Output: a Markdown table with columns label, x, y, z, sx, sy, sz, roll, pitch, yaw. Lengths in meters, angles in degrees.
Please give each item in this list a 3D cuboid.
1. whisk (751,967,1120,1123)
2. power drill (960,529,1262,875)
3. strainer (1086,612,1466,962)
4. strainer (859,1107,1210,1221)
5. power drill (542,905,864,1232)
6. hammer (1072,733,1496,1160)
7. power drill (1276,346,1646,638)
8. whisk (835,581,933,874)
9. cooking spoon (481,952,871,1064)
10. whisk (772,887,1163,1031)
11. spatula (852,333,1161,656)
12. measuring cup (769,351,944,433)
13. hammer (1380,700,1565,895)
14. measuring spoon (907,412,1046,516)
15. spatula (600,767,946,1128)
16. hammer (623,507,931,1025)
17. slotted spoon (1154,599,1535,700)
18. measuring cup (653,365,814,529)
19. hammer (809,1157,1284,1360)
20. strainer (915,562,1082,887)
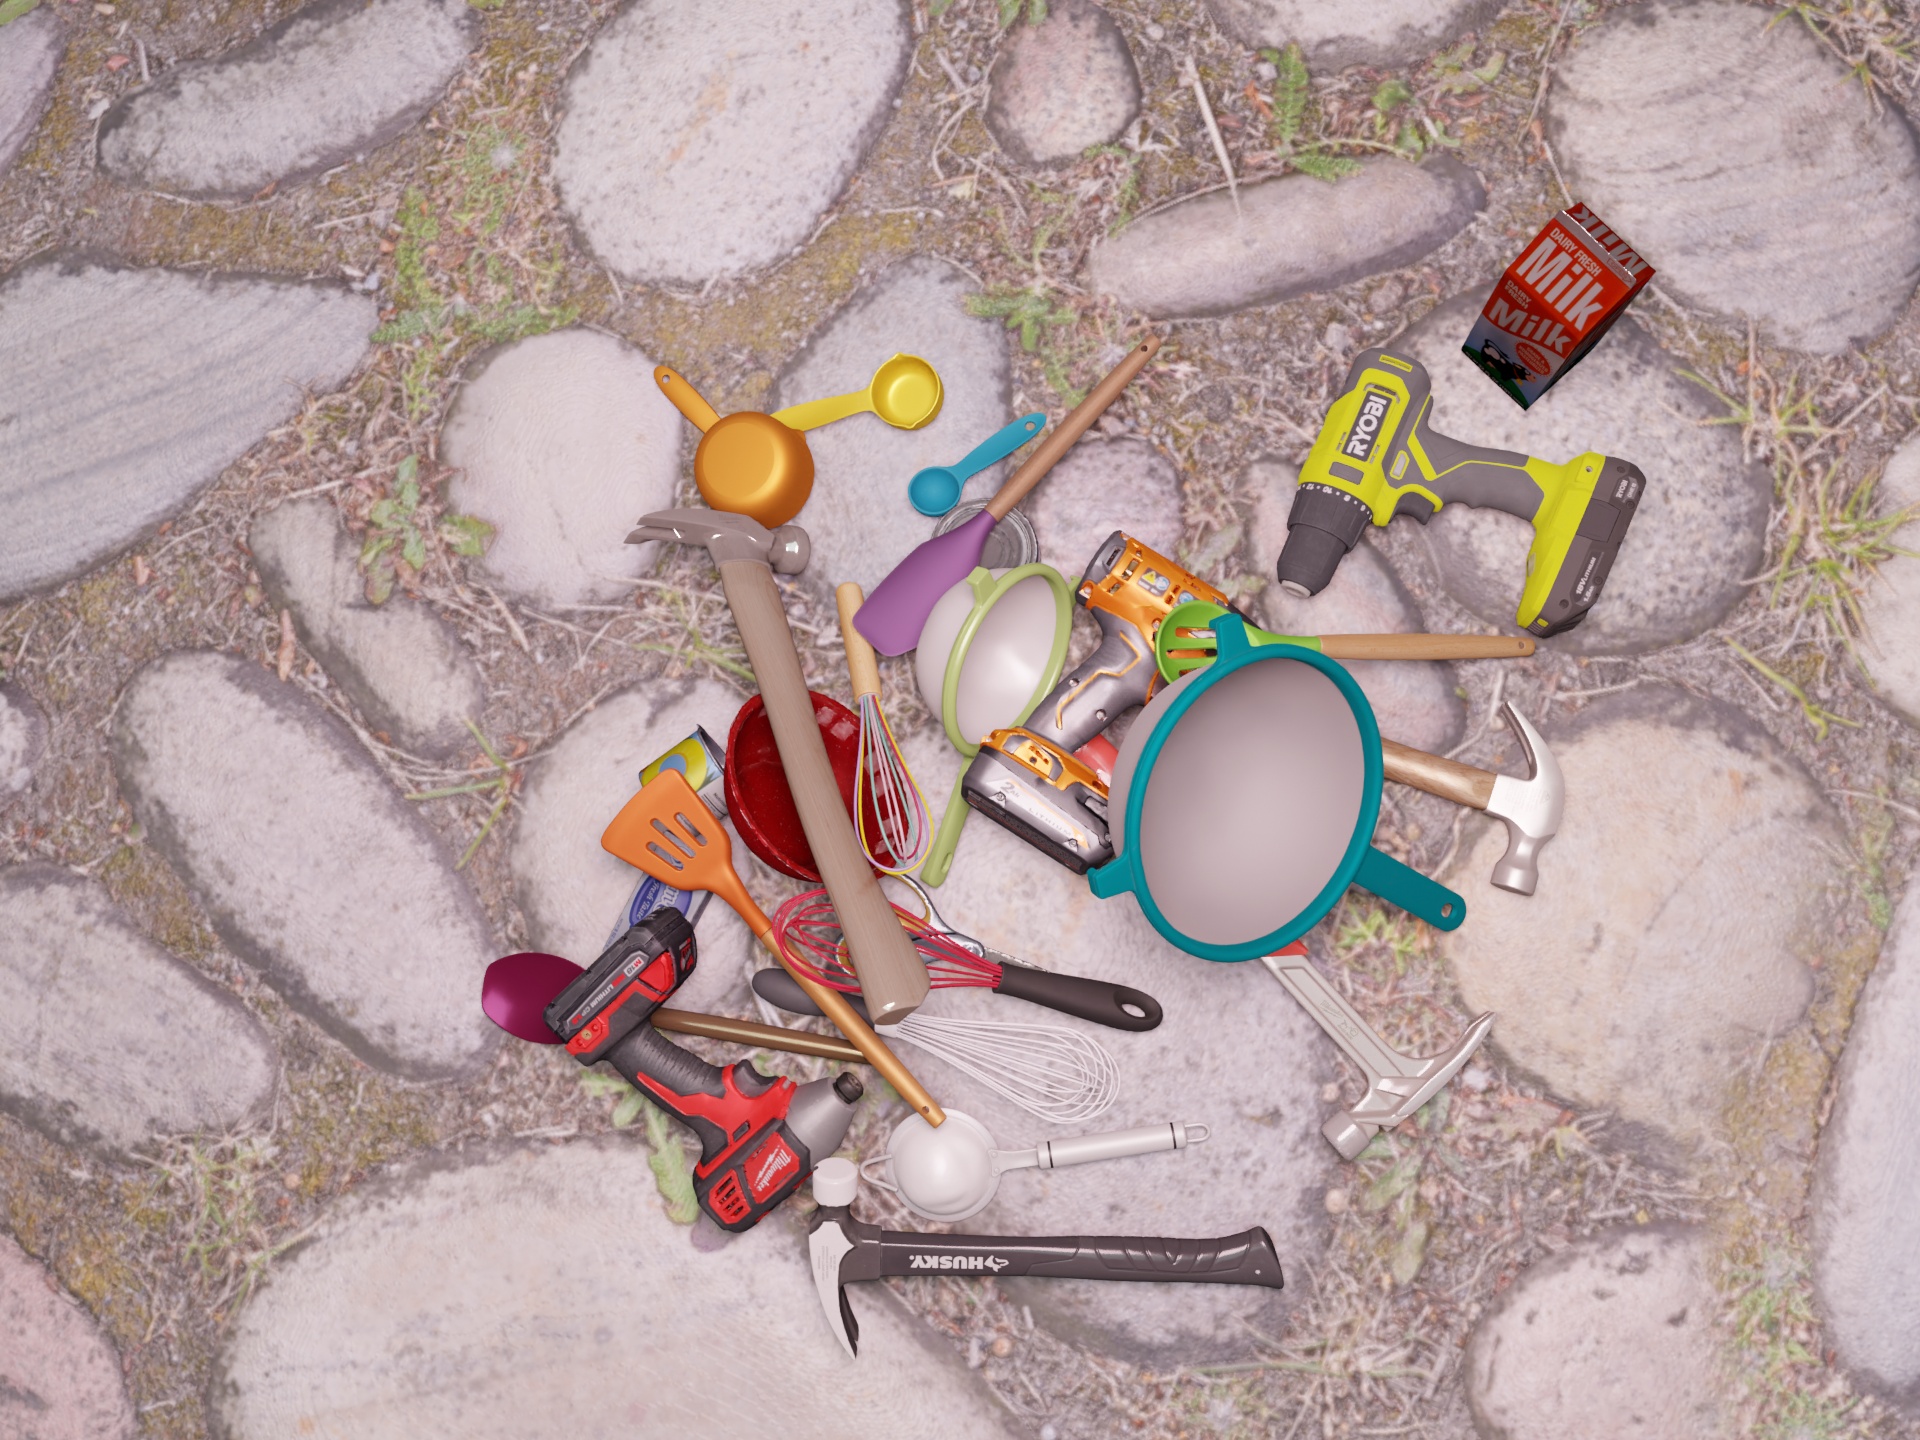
| label | x | y | z | sx | sy | sz | roll | pitch | yaw |
| --- | --- | --- | --- | --- | --- | --- | --- | --- | --- |
| whisk | -0.021 | 0.228 | 1.164 | 0.284 | 0.070 | 0.070 | 15 | 83 | 13 |
| power drill | 0.120 | -0.005 | 1.134 | 0.164 | 0.084 | 0.226 | 32 | 78 | 7 |
| strainer | 0.219 | 0.070 | 1.089 | 0.340 | 0.095 | 0.211 | 27 | 88 | -34 |
| strainer | 0.053 | 0.315 | 1.149 | 0.258 | 0.050 | 0.087 | -9 | 96 | 1 |
| power drill | -0.180 | 0.248 | 1.150 | 0.143 | 0.078 | 0.219 | -42 | 89 | 8 |
| hammer | 0.213 | 0.136 | 1.160 | 0.149 | 0.036 | 0.359 | -42 | 80 | -1 |
| power drill | 0.359 | -0.149 | 1.169 | 0.228 | 0.080 | 0.190 | 24 | 84 | 12 |
| whisk | -0.060 | 0.002 | 1.182 | 0.047 | 0.051 | 0.245 | -31 | 58 | 33 |
| cooking spoon | -0.209 | 0.227 | 1.199 | 0.319 | 0.017 | 0.069 | 8 | 91 | 7 |
| whisk | 0.008 | 0.179 | 1.133 | 0.295 | 0.073 | 0.073 | 16 | 83 | -13 |
| spatula | 0.042 | -0.171 | 1.197 | 0.060 | 0.018 | 0.316 | 42 | 89 | 9 |
| measuring cup | -0.087 | -0.246 | 1.260 | 0.156 | 0.029 | 0.062 | -12 | 82 | 16 |
| hammer | 0.279 | 0.014 | 1.174 | 0.331 | 0.031 | 0.130 | 19 | 84 | 9 |
| measuring spoon | 0.016 | -0.200 | 1.244 | 0.128 | 0.021 | 0.042 | -35 | 70 | -9 |
| spatula | -0.126 | 0.172 | 1.149 | 0.081 | 0.041 | 0.323 | -46 | 79 | 5 |
| hammer | -0.118 | 0.020 | 1.112 | 0.038 | 0.146 | 0.411 | -46 | 55 | 39 |
| slotted spoon | 0.275 | -0.050 | 1.129 | 0.313 | 0.031 | 0.070 | -1 | 85 | -19 |
| measuring cup | -0.192 | -0.225 | 1.244 | 0.095 | 0.052 | 0.174 | -46 | 78 | 6 |
| hammer | 0.061 | 0.384 | 1.124 | 0.335 | 0.035 | 0.146 | 1 | 107 | 0 |
| strainer | -0.002 | -0.004 | 1.177 | 0.069 | 0.151 | 0.256 | 26 | 106 | 29 |
